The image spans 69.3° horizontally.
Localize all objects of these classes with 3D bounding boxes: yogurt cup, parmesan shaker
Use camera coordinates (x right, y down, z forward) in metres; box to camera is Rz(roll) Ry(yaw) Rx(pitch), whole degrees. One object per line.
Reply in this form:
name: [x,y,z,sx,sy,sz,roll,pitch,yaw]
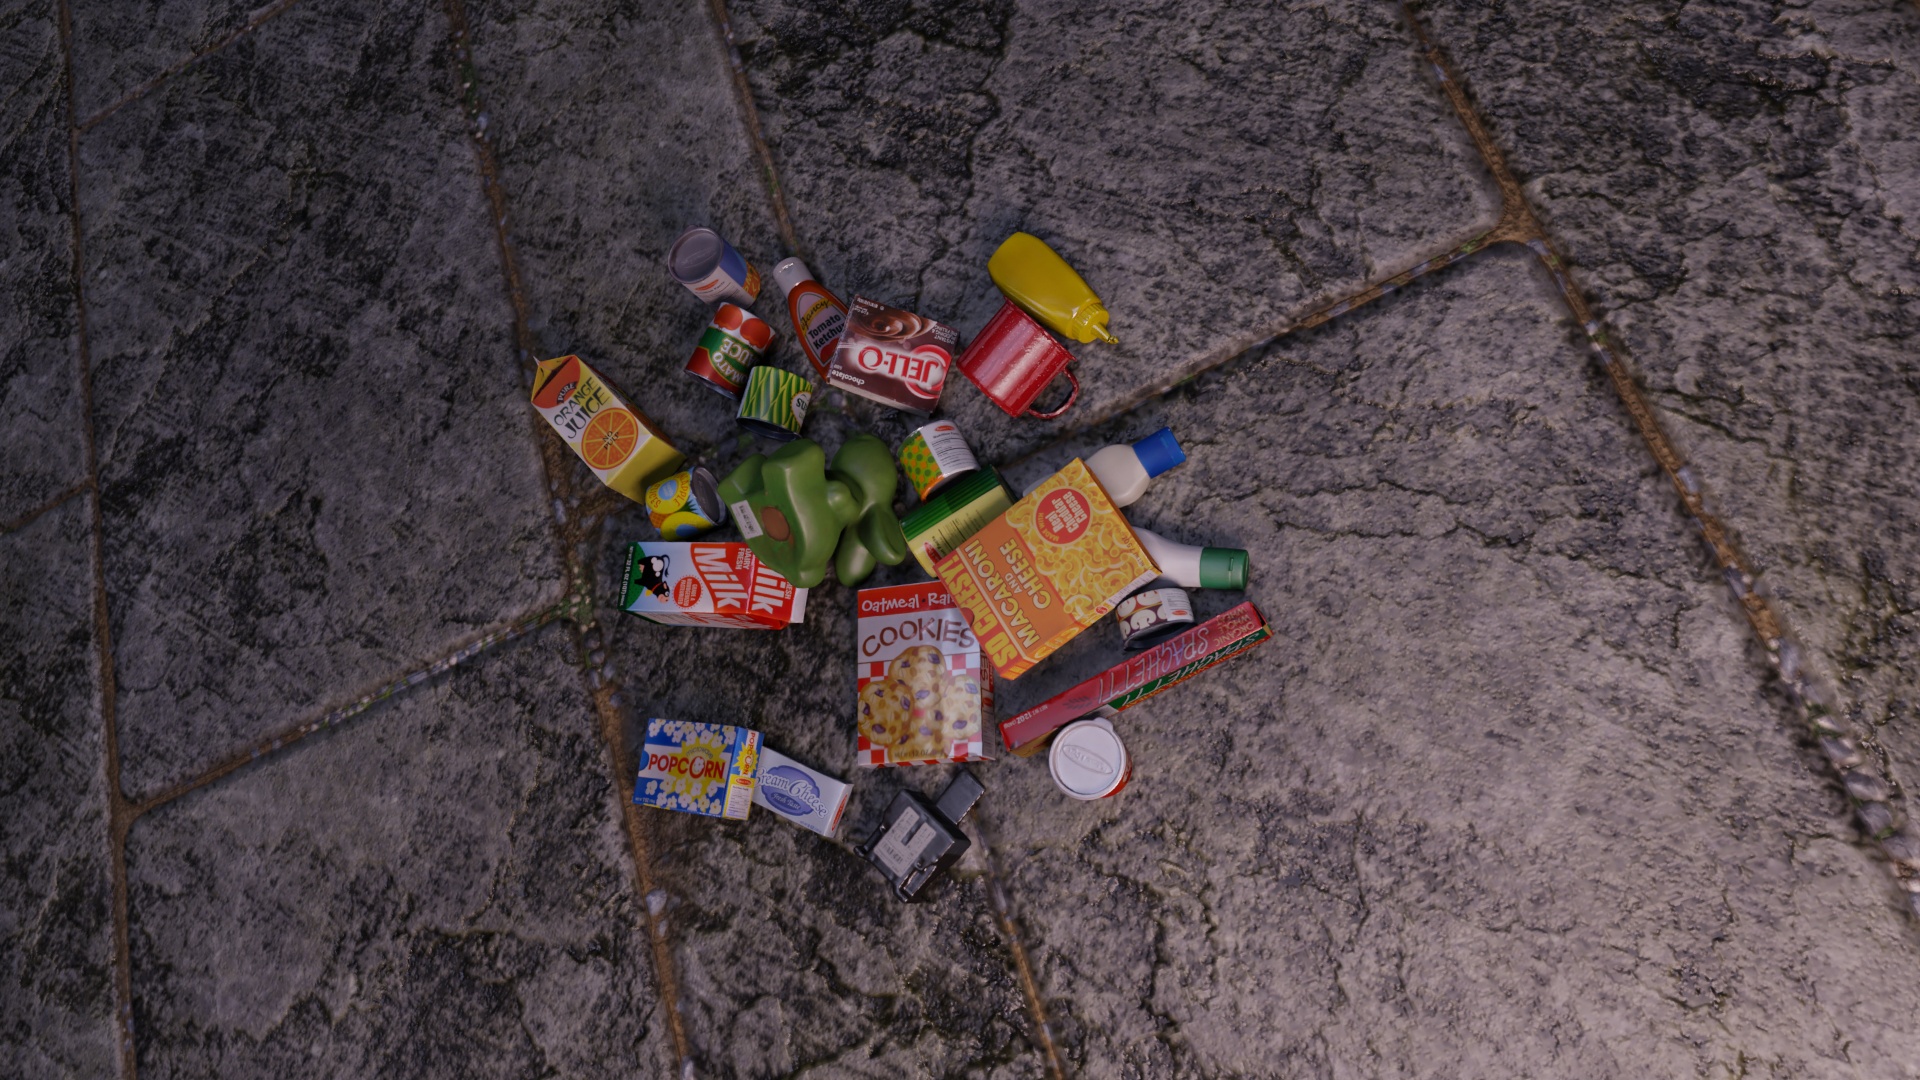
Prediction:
yogurt cup: [0.116,0.192,1.200,0.072,0.054,0.072,-6,72,20]
parmesan shaker: [0.005,-0.016,1.305,0.103,0.071,0.071,-32,65,9]

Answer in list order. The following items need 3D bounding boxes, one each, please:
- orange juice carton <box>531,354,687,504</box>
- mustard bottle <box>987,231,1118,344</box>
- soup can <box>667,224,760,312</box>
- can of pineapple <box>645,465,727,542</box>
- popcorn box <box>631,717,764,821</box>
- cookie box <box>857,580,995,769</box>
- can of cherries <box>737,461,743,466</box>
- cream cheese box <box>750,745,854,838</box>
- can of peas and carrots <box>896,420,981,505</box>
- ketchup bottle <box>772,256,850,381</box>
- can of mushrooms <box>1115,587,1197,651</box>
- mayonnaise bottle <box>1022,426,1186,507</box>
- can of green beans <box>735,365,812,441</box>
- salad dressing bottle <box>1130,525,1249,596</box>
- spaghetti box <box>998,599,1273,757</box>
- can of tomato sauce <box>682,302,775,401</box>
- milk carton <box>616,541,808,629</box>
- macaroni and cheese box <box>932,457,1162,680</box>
orange juice carton: [-0.387,-0.130,1.488,0.073,0.071,0.193,-48,64,2]
mustard bottle: [0.096,-0.233,1.343,0.065,0.048,0.160,-46,64,3]
soup can: [-0.262,-0.288,1.481,0.071,0.083,0.071,-6,72,20]
can of pineapple: [-0.281,-0.038,1.419,0.058,0.071,0.071,-21,68,15]
popcorn box: [-0.251,0.218,1.329,0.126,0.038,0.085,-1,73,37]
cookie box: [-0.033,0.123,1.288,0.123,0.040,0.168,-7,72,19]
can of cherries: [-0.188,-0.048,1.389,0.058,0.071,0.071,5,76,23]
cream cheese box: [-0.155,0.236,1.309,0.104,0.024,0.053,19,81,26]
can of peas and carrots: [-0.020,-0.071,1.331,0.071,0.071,0.059,-33,66,9]
ketchup bottle: [-0.147,-0.232,1.441,0.065,0.043,0.149,-34,64,2]
can of mushrooms: [0.168,0.069,1.211,0.071,0.071,0.033,-20,67,15]
mayonnaise bottle: [0.134,-0.054,1.277,0.148,0.041,0.065,-29,67,10]
can of green beans: [-0.189,-0.139,1.416,0.071,0.071,0.058,11,78,24]
salad dressing bottle: [0.180,0.021,1.235,0.147,0.044,0.064,5,76,22]
spaghetti box: [0.153,0.122,1.209,0.250,0.050,0.029,-28,67,11]
can of tomato sauce: [-0.240,-0.197,1.454,0.071,0.071,0.083,25,84,26]
milk carton: [-0.235,0.045,1.373,0.190,0.073,0.072,1,74,22]
macaroni and cheese box: [0.074,0.025,1.227,0.166,0.040,0.124,-37,67,10]
